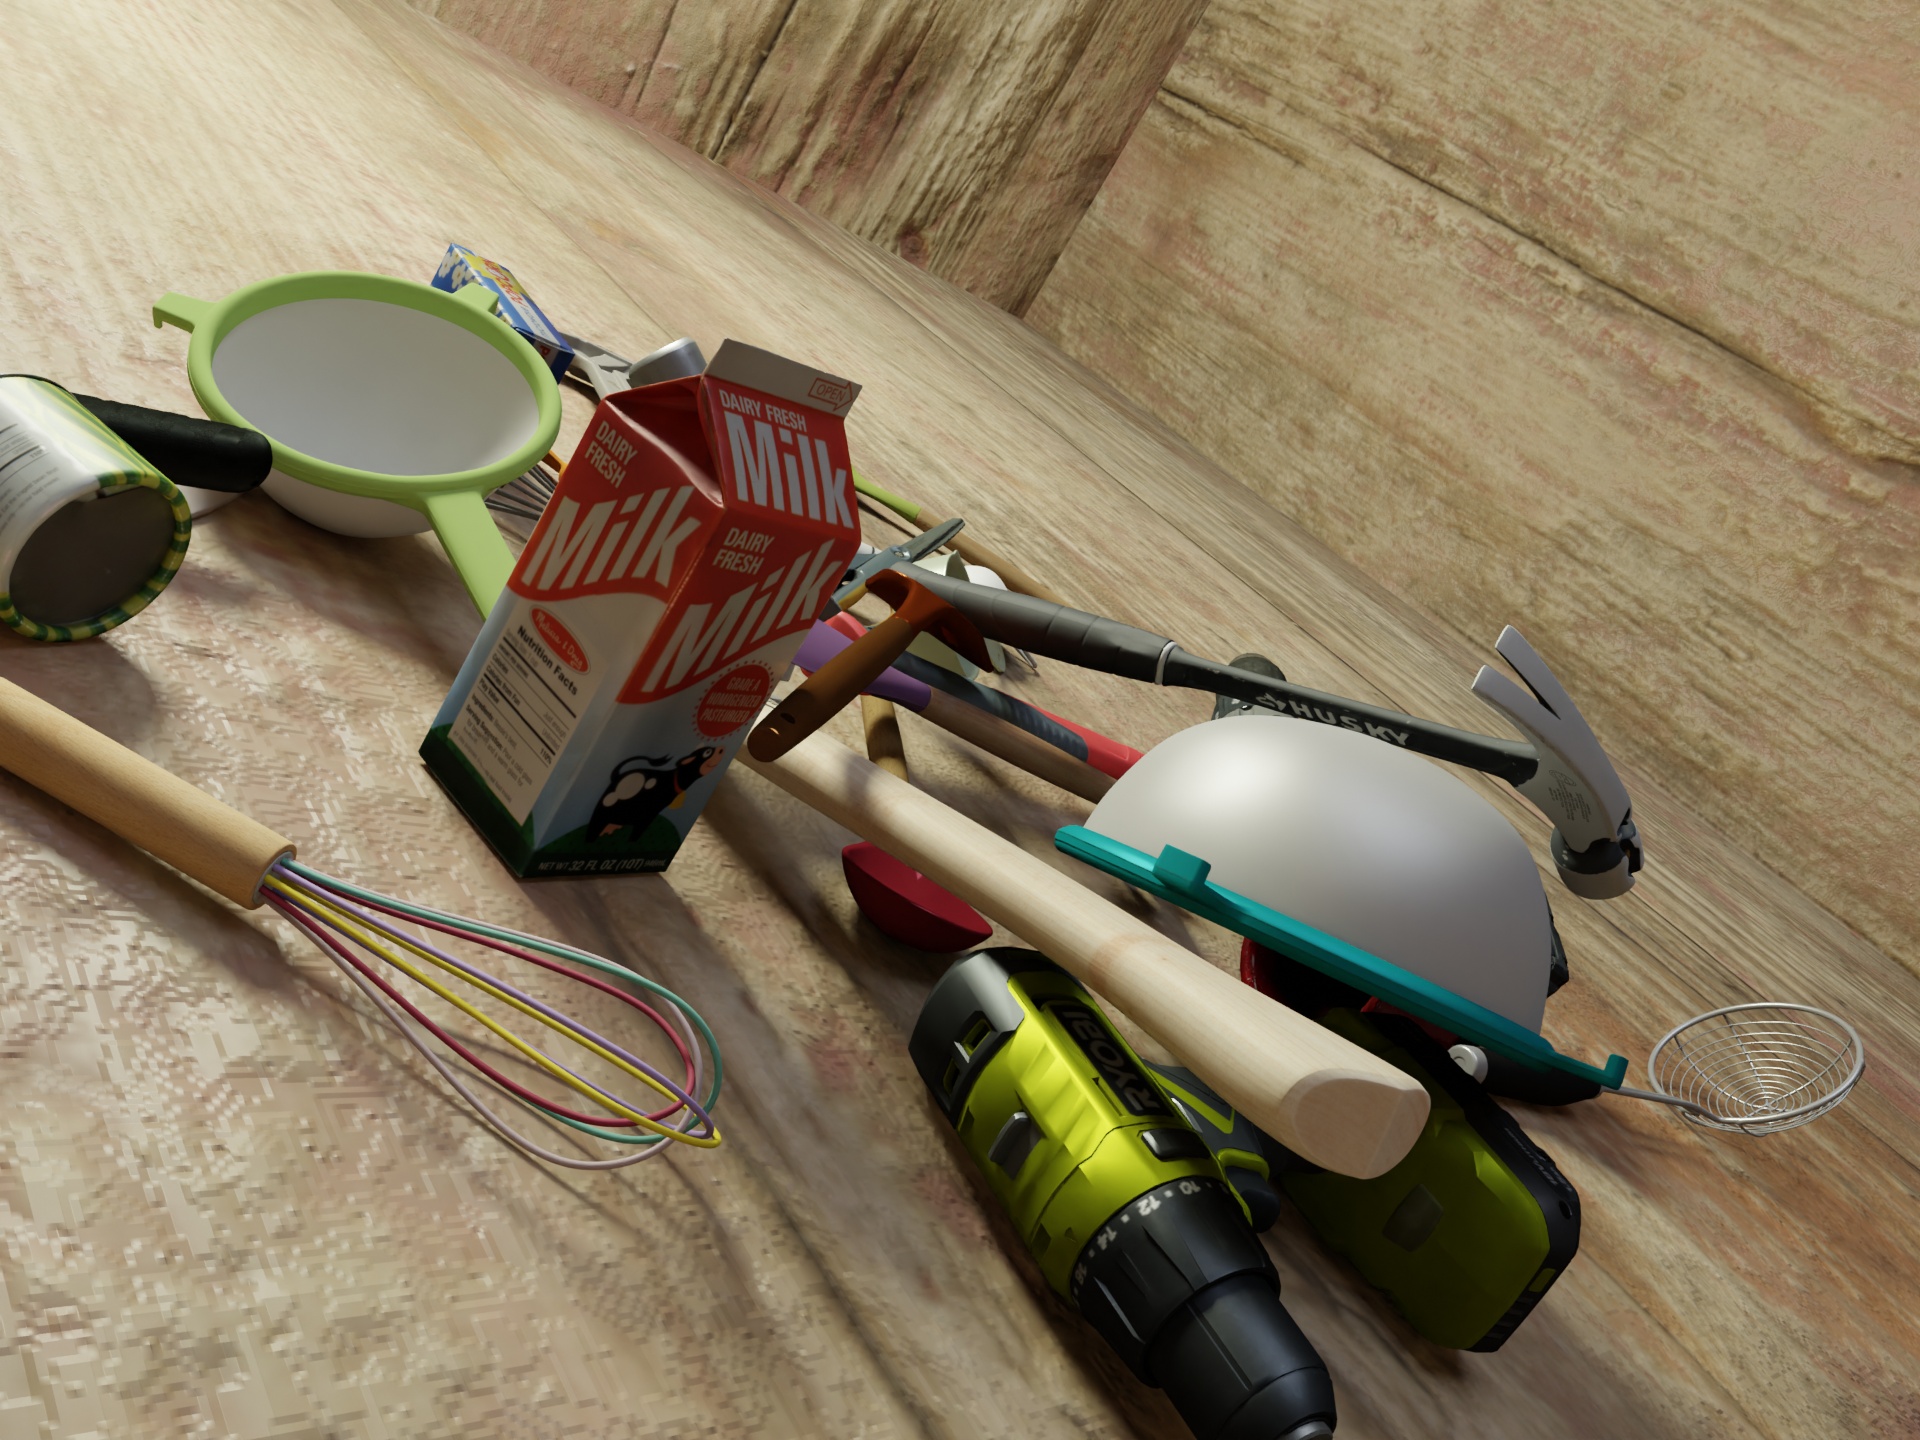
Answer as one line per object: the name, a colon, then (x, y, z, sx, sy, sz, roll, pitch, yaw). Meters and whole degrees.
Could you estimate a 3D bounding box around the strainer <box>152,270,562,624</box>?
strainer: (-0.228, -0.089, 0.674, 0.151, 0.069, 0.257, -14, 57, -37)

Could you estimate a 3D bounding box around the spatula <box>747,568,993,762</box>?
spatula: (-0.037, -0.024, 0.670, 0.081, 0.041, 0.323, 35, 18, 1)

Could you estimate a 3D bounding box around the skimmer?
skimmer: (0.411, 0.194, 0.954, 0.363, 0.090, 0.127, 16, -8, -35)

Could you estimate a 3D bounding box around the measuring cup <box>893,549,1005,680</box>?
measuring cup: (-0.004, -0.051, 0.986, 0.038, 0.083, 0.167, -8, -12, 12)

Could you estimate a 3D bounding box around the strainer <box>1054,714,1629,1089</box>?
strainer: (0.139, 0.050, 0.701, 0.211, 0.095, 0.340, 25, -1, -11)

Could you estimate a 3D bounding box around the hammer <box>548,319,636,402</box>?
hammer: (-0.190, -0.176, 0.962, 0.149, 0.036, 0.359, 23, 14, -27)

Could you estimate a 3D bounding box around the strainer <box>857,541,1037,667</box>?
strainer: (-0.050, -0.104, 1.057, 0.258, 0.050, 0.087, 22, 4, -20)

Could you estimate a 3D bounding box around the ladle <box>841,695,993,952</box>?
ladle: (-0.033, 0.028, 0.755, 0.069, 0.031, 0.316, 29, 16, -17)

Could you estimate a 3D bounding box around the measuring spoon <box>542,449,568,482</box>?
measuring spoon: (-0.254, -0.161, 0.906, 0.117, 0.021, 0.011, 38, 62, 22)

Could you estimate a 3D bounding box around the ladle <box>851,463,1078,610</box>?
ladle: (-0.005, -0.155, 1.240, 0.320, 0.062, 0.078, 33, 20, -6)

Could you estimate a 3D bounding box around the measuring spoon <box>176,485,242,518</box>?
measuring spoon: (-0.307, -0.091, 0.624, 0.034, 0.018, 0.124, 29, 18, -10)

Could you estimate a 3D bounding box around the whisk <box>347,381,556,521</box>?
whisk: (-0.200, -0.101, 0.796, 0.238, 0.055, 0.055, 32, 17, -17)

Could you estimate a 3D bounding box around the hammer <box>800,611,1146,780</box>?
hammer: (0.060, 0.008, 0.903, 0.386, 0.038, 0.143, 22, 19, -40)

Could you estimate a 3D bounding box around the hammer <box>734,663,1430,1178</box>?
hammer: (-0.006, 0.043, 0.589, 0.411, 0.038, 0.146, 29, 11, 41)

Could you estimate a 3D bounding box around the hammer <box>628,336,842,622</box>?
hammer: (-0.115, -0.144, 0.900, 0.144, 0.035, 0.406, 63, 2, -14)

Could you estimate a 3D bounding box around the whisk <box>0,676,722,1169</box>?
whisk: (-0.171, 0.053, 0.436, 0.245, 0.051, 0.047, 30, 23, 2)

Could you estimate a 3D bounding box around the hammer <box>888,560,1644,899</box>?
hammer: (0.110, -0.025, 0.754, 0.409, 0.036, 0.149, 19, -22, 41)

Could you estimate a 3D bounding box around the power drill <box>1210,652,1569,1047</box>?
power drill: (0.230, 0.065, 0.915, 0.226, 0.080, 0.188, 35, 30, -15)

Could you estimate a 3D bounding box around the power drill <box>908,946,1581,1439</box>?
power drill: (0.111, 0.165, 0.552, 0.228, 0.080, 0.191, 13, 24, -39)

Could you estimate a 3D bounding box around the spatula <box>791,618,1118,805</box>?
spatula: (-0.001, -0.002, 0.764, 0.315, 0.018, 0.060, 27, 24, -37)
